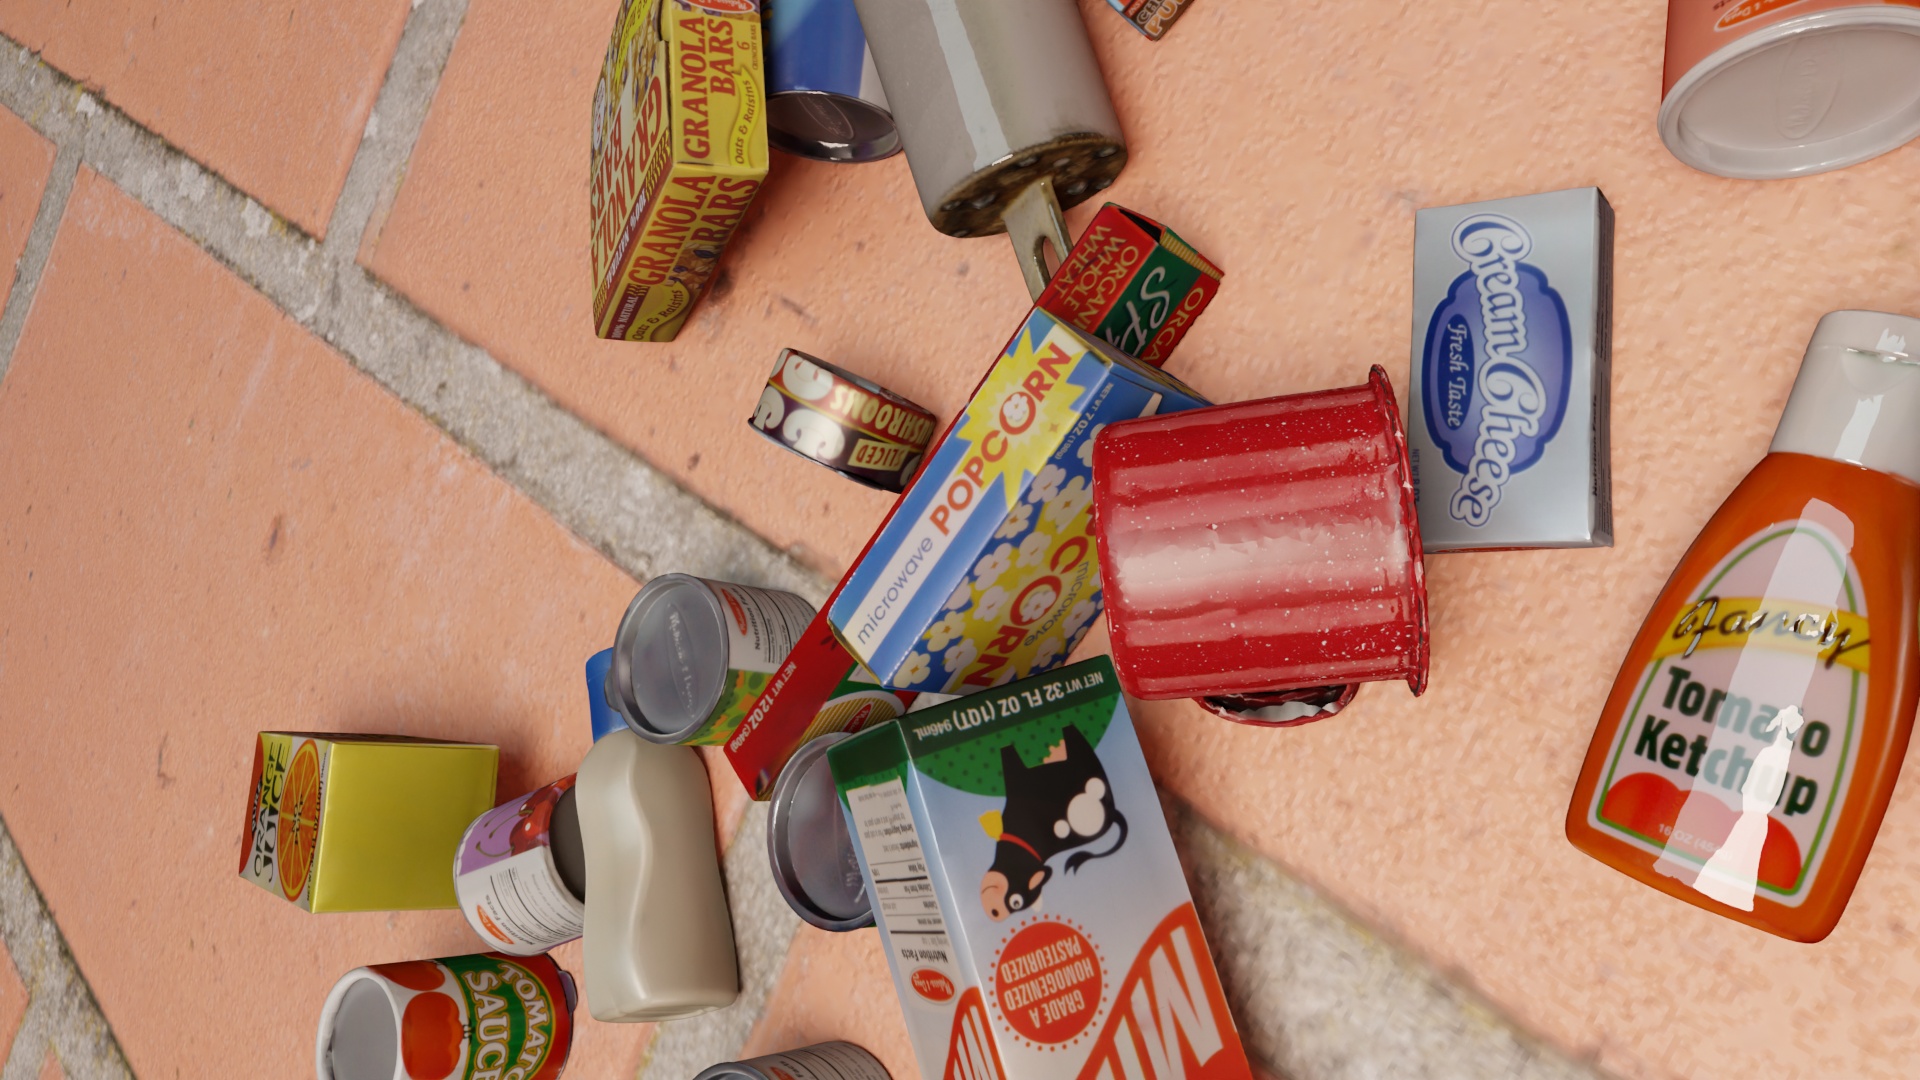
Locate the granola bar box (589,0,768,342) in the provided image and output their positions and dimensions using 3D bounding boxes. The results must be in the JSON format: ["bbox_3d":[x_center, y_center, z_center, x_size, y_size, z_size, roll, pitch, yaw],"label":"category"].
[{"bbox_3d":[-0.124,-0.171,0.585,0.165,0.039,0.124,147,121,-62],"label":"granola bar box"}]

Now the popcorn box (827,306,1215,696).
[{"bbox_3d":[0.024,-0.006,0.459,0.038,0.085,0.126,46,109,35],"label":"popcorn box"}]

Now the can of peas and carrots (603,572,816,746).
[{"bbox_3d":[-0.097,0.050,0.555,0.071,0.059,0.071,-8,76,36],"label":"can of peas and carrots"}]

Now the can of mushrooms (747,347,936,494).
[{"bbox_3d":[-0.043,-0.045,0.529,0.071,0.071,0.033,31,99,37],"label":"can of mushrooms"}]

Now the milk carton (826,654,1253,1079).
[{"bbox_3d":[0.029,0.138,0.407,0.073,0.072,0.190,-35,70,63],"label":"milk carton"}]

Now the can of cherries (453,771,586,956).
[{"bbox_3d":[-0.168,0.134,0.588,0.058,0.071,0.071,-27,66,30],"label":"can of cherries"}]

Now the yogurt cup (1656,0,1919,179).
[{"bbox_3d":[0.215,-0.133,0.357,0.072,0.072,0.054,-8,68,36],"label":"yogurt cup"}]

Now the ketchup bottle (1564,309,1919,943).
[{"bbox_3d":[0.206,0.019,0.344,0.065,0.043,0.148,22,93,38],"label":"ketchup bottle"}]

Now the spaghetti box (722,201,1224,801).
[{"bbox_3d":[0.002,-0.006,0.498,0.029,0.050,0.249,46,108,32],"label":"spaghetti box"}]

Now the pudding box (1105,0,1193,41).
[{"bbox_3d":[0.060,-0.229,0.513,0.049,0.030,0.084,-46,57,22],"label":"pudding box"}]

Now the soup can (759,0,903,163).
[{"bbox_3d":[-0.054,-0.207,0.569,0.071,0.071,0.084,-1,80,37],"label":"soup can"}]

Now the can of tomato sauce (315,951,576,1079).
[{"bbox_3d":[-0.221,0.213,0.599,0.071,0.083,0.071,-8,77,36],"label":"can of tomato sauce"}]

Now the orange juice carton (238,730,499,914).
[{"bbox_3d":[-0.289,0.128,0.659,0.192,0.073,0.072,-8,76,52],"label":"orange juice carton"}]

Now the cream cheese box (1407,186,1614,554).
[{"bbox_3d":[0.160,-0.048,0.405,0.053,0.024,0.104,-2,80,35],"label":"cream cheese box"}]

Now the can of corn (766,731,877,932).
[{"bbox_3d":[-0.023,0.102,0.489,0.071,0.058,0.071,-8,76,36],"label":"can of corn"}]

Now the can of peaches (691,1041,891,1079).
[{"bbox_3d":[-0.062,0.218,0.495,0.071,0.058,0.071,-7,77,36],"label":"can of peaches"}]

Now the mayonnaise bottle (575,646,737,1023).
[{"bbox_3d":[-0.127,0.116,0.565,0.041,0.064,0.148,-24,63,22],"label":"mayonnaise bottle"}]
